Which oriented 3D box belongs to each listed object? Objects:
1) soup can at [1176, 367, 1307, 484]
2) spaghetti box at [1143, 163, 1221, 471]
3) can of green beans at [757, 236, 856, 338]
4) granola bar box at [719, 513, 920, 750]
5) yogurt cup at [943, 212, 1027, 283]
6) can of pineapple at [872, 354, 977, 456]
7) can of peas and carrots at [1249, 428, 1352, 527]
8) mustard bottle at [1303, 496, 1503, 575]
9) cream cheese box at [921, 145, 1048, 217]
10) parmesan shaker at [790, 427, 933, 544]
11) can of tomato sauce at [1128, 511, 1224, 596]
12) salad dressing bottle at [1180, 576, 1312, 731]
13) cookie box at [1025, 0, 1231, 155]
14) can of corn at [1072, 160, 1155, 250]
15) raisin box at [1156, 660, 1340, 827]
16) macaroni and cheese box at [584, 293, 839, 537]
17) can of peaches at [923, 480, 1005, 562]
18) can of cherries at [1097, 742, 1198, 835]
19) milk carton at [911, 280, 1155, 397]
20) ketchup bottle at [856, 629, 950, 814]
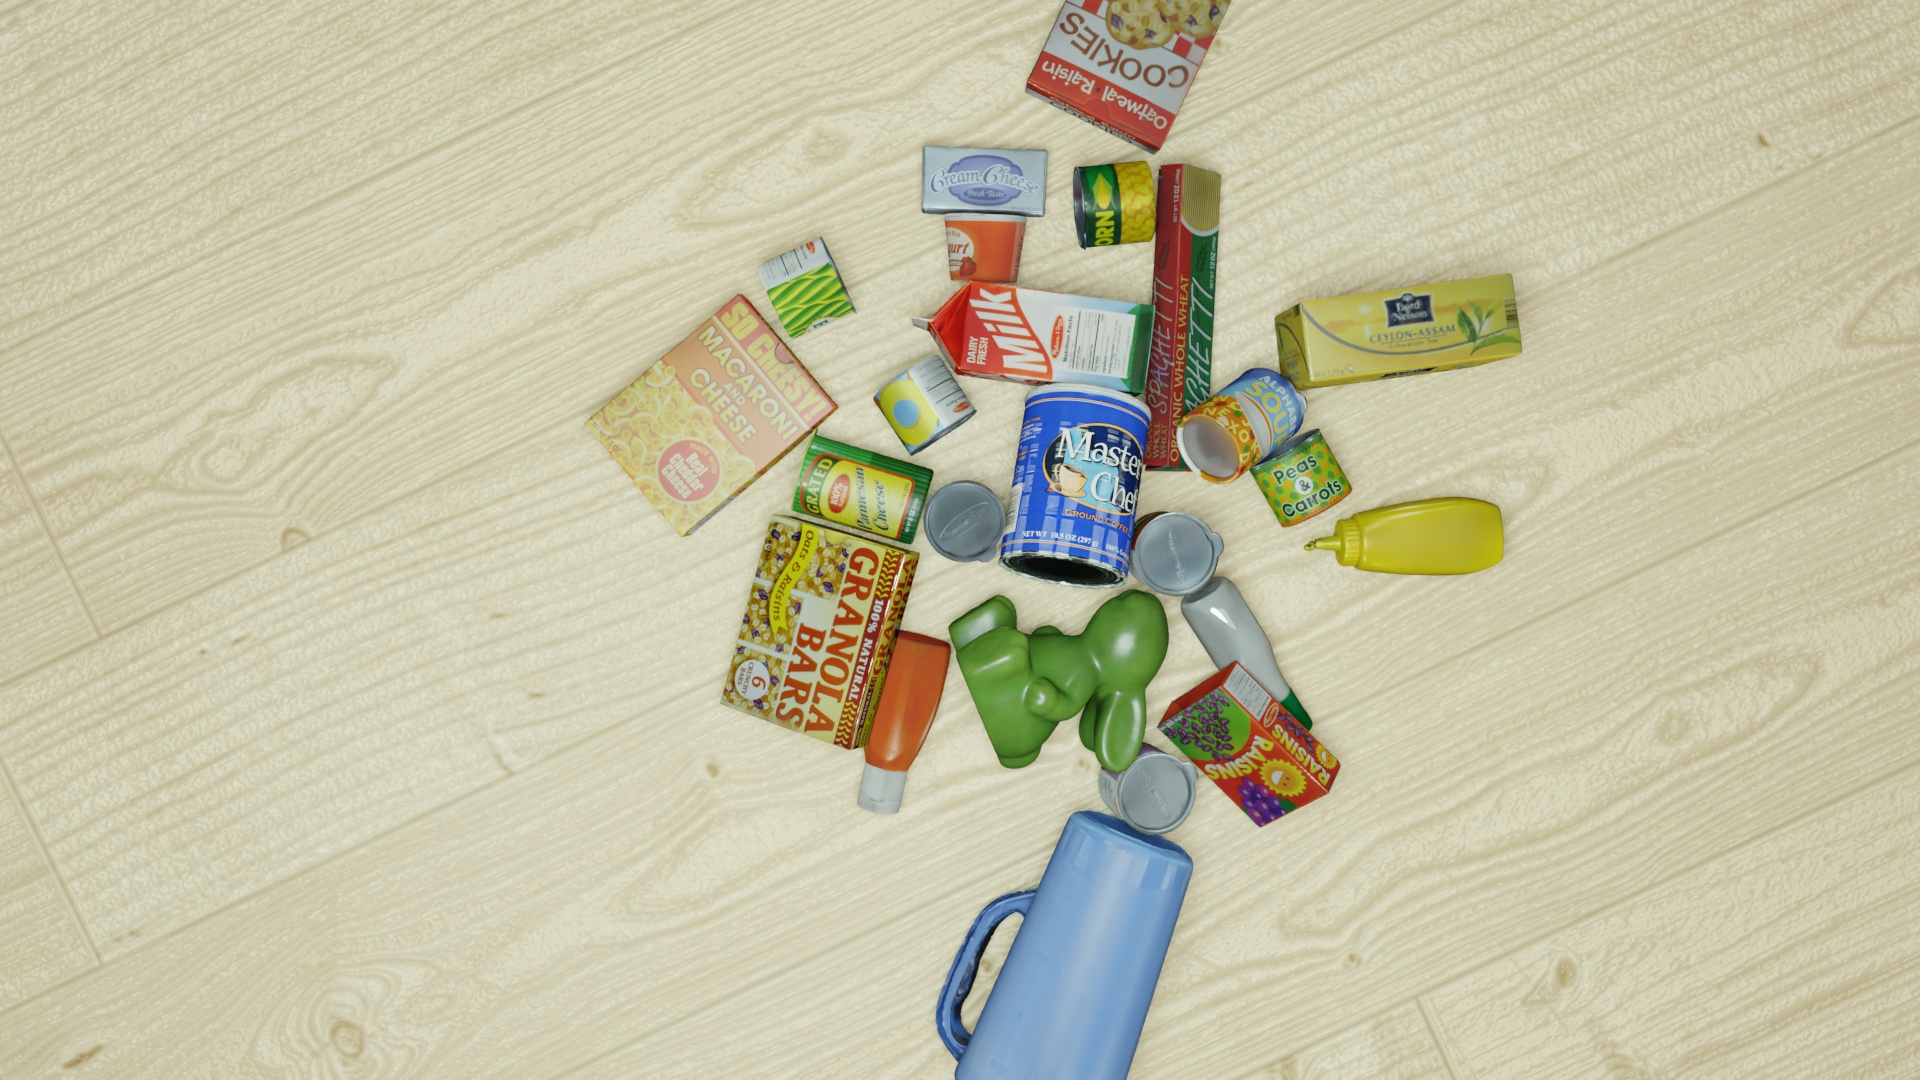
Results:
[{"bbox_3d":[0.226,-0.092,1.115,0.084,0.071,0.071,-35,92,-32],"label":"soup can"},{"bbox_3d":[0.182,-0.180,1.140,0.050,0.028,0.249,2,92,-40],"label":"spaghetti box"},{"bbox_3d":[-0.125,-0.205,1.128,0.058,0.071,0.071,-25,92,1],"label":"can of green beans"},{"bbox_3d":[-0.115,0.073,1.130,0.124,0.039,0.165,16,91,20],"label":"granola bar box"},{"bbox_3d":[0.020,-0.237,1.131,0.072,0.072,0.053,2,100,-1],"label":"yogurt cup"},{"bbox_3d":[-0.030,-0.109,1.132,0.071,0.071,0.058,-34,90,1],"label":"can of pineapple"},{"bbox_3d":[0.278,-0.050,1.134,0.071,0.071,0.058,-30,93,1],"label":"can of peas and carrots"},{"bbox_3d":[0.362,-0.002,1.148,0.160,0.049,0.065,-2,92,0],"label":"mustard bottle"},{"bbox_3d":[0.019,-0.296,1.148,0.104,0.024,0.053,2,91,-1],"label":"cream cheese box"},{"bbox_3d":[-0.079,-0.044,1.132,0.103,0.071,0.071,16,92,-1],"label":"parmesan shaker"},{"bbox_3d":[0.171,0.008,1.129,0.071,0.083,0.071,0,92,-1],"label":"can of tomato sauce"},{"bbox_3d":[0.238,0.101,1.146,0.044,0.064,0.147,-37,101,-19],"label":"salad dressing bottle"},{"bbox_3d":[0.143,-0.420,1.137,0.123,0.040,0.167,25,91,-1],"label":"cookie box"},{"bbox_3d":[0.125,-0.271,1.128,0.058,0.071,0.071,-6,92,-1],"label":"can of corn"},{"bbox_3d":[0.235,0.168,1.135,0.123,0.040,0.085,45,134,-1],"label":"raisin box"},{"bbox_3d":[-0.203,-0.102,1.143,0.166,0.040,0.123,-40,93,1],"label":"macaroni and cheese box"},{"bbox_3d":[0.004,-0.014,1.139,0.071,0.058,0.071,0,92,-1],"label":"can of peaches"},{"bbox_3d":[0.155,0.202,1.142,0.071,0.058,0.071,0,92,-11],"label":"can of cherries"},{"bbox_3d":[0.055,-0.165,1.129,0.191,0.072,0.073,7,92,-2],"label":"milk carton"},{"bbox_3d":[-0.053,0.150,1.150,0.065,0.043,0.148,13,92,5],"label":"ketchup bottle"}]
